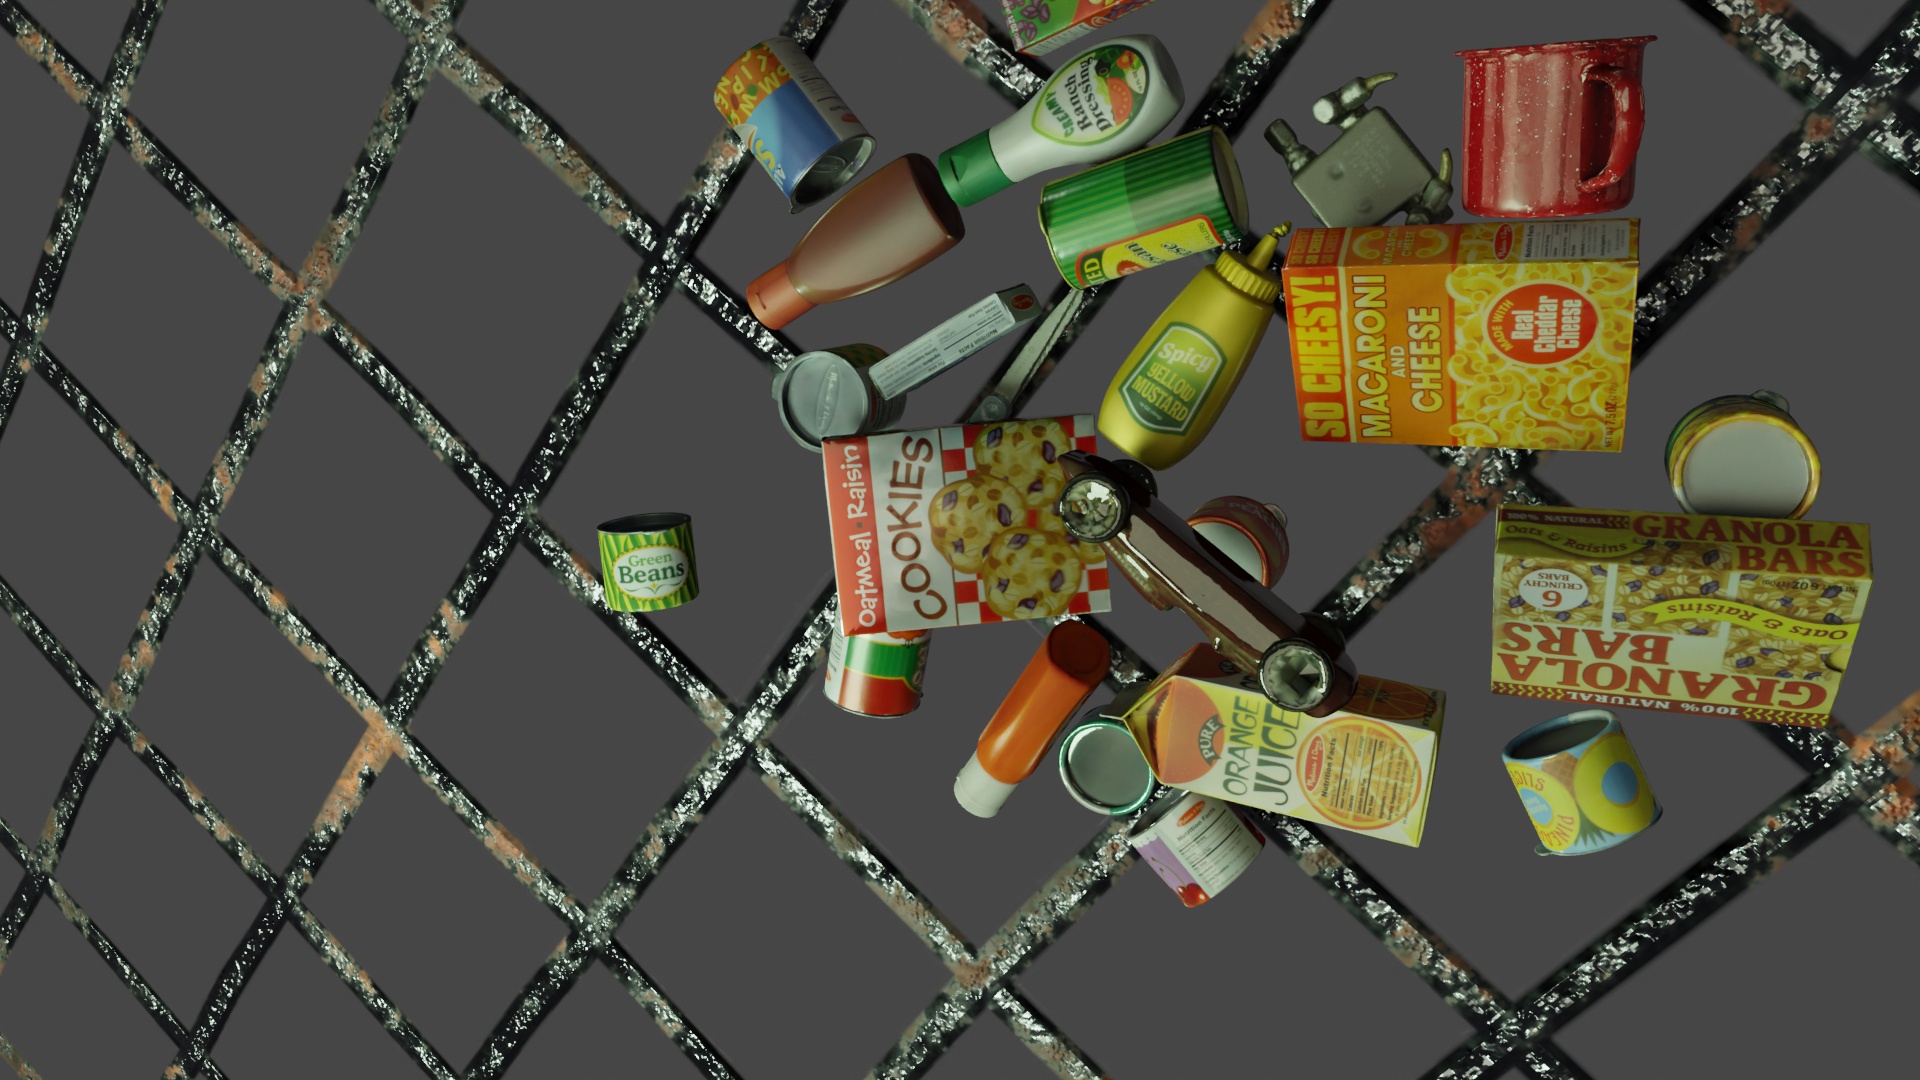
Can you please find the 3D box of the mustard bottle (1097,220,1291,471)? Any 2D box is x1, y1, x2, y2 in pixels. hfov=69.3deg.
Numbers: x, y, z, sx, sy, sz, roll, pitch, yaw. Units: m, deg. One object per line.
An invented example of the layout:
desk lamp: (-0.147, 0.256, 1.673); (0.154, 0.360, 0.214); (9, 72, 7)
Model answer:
mustard bottle: (0.142, -0.118, 0.807); (0.065, 0.049, 0.159); (35, 114, 10)

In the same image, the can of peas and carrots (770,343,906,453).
can of peas and carrots: (-0.078, -0.094, 0.904); (0.071, 0.059, 0.070); (6, 105, 23)

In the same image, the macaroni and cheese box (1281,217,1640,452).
macaroni and cheese box: (0.262, -0.106, 0.731); (0.166, 0.040, 0.123); (4, 137, 24)

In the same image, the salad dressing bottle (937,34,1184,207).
salad dressing bottle: (0.057, -0.243, 0.817); (0.147, 0.044, 0.064); (-21, 83, 27)

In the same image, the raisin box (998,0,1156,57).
raisin box: (0.078, -0.340, 0.788); (0.123, 0.040, 0.086); (-17, 94, 28)

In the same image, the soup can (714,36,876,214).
soup can: (-0.106, -0.260, 0.872); (0.071, 0.071, 0.084); (-41, 84, 26)

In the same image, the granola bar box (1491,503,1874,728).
granola bar box: (0.363, 0.040, 0.717); (0.165, 0.039, 0.123); (4, 140, 23)

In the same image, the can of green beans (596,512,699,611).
can of green beans: (-0.222, 0.015, 0.989); (0.071, 0.071, 0.057); (1, 103, 24)

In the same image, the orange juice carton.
orange juice carton: (0.184, 0.114, 0.831); (0.193, 0.072, 0.072); (11, 107, 21)

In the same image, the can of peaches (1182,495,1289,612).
can of peaches: (0.158, 0.009, 0.825); (0.071, 0.058, 0.071); (6, 105, 23)

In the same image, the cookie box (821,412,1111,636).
cookie box: (0.003, -0.011, 0.859); (0.167, 0.040, 0.122); (-6, 96, 0)

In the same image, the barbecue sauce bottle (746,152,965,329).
barbecue sauce bottle: (-0.072, -0.184, 0.889); (0.148, 0.044, 0.065); (-26, 91, 27)

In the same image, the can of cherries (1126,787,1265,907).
can of cherries: (0.147, 0.186, 0.870); (0.058, 0.072, 0.071); (48, 116, 5)

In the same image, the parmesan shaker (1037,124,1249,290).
parmesan shaker: (0.105, -0.189, 0.793); (0.103, 0.071, 0.071); (-13, 97, 26)

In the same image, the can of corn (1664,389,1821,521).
can of corn: (0.398, -0.040, 0.707); (0.071, 0.058, 0.071); (6, 105, 22)

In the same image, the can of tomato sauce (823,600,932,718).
can of tomato sauce: (-0.051, 0.067, 0.928); (0.071, 0.071, 0.082); (17, 108, 20)

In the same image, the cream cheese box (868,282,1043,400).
cream cheese box: (-0.004, -0.124, 0.867); (0.103, 0.053, 0.024); (-28, 92, 27)

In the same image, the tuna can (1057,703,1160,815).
tuna can: (0.100, 0.140, 0.896); (0.071, 0.033, 0.071); (6, 105, 23)

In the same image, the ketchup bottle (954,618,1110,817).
ketchup bottle: (0.043, 0.120, 0.903); (0.043, 0.065, 0.148); (32, 123, 1)

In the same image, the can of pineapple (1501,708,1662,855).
can of pineapple: (0.341, 0.134, 0.768); (0.071, 0.071, 0.058); (-25, 91, 27)
